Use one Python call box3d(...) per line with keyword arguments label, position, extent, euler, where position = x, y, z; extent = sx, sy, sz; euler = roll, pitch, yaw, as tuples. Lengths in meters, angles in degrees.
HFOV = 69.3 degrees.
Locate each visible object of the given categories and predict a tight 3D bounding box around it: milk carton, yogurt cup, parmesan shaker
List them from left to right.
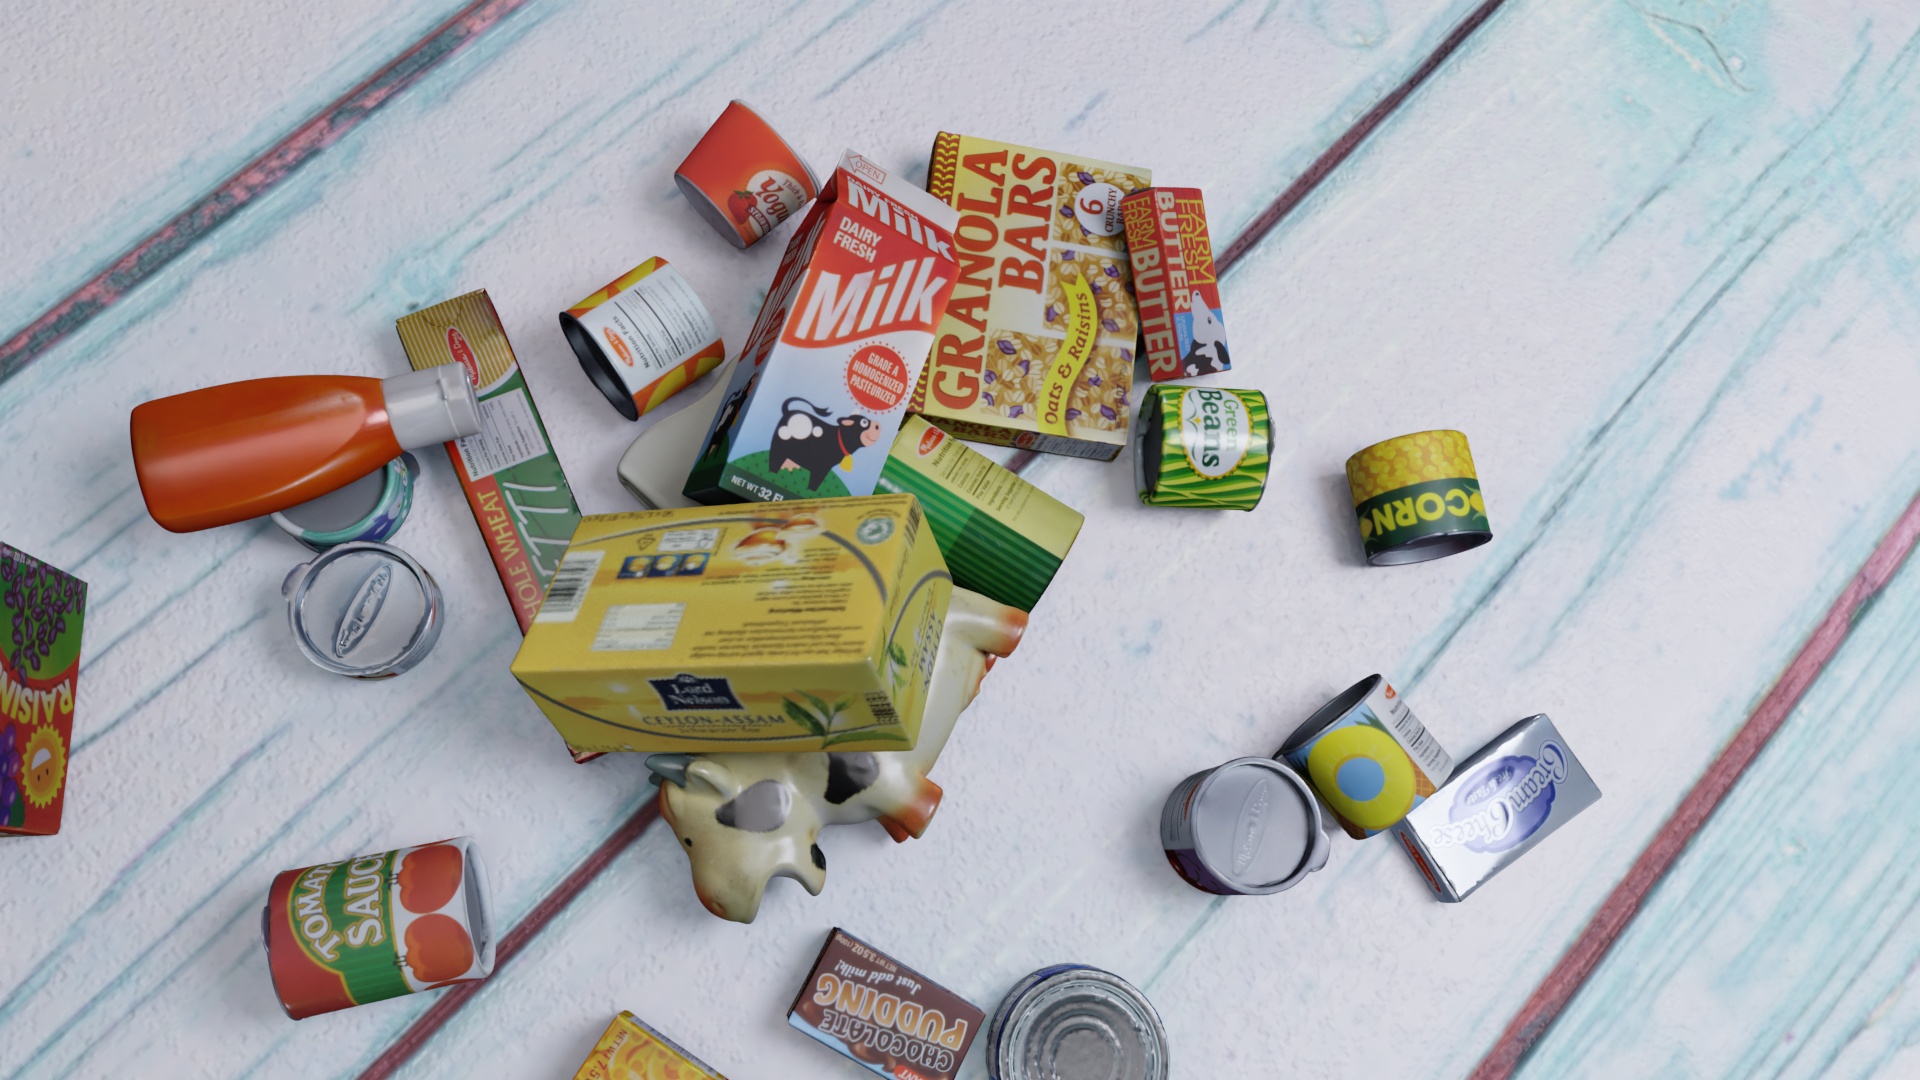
box3d(label="yogurt cup", position=(-0.117, -0.195, 0.751), extent=(0.072, 0.072, 0.054), euler=(43, 83, 5))
box3d(label="milk carton", position=(-0.062, -0.096, 0.685), extent=(0.072, 0.073, 0.191), euler=(26, 77, -21))
box3d(label="parmesan shaker", position=(0.003, -0.009, 0.712), extent=(0.103, 0.071, 0.071), euler=(31, 74, 0))

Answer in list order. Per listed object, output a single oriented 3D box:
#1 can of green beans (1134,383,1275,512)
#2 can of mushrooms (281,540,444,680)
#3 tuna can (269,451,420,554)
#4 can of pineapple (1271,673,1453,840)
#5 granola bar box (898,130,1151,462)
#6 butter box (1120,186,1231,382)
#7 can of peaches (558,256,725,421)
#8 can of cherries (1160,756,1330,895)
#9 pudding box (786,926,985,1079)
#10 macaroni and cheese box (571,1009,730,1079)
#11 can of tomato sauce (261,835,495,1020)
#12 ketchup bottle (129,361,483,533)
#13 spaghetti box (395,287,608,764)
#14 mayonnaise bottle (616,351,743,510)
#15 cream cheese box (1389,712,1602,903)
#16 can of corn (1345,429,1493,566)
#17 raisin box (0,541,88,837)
box3d(label="can of green beans", position=(0.128, -0.050, 0.742), extent=(0.058, 0.071, 0.071), euler=(3, 75, -6))
box3d(label="can of mushrooms", position=(-0.292, 0.034, 0.680), extent=(0.071, 0.033, 0.071), euler=(2, 78, -8))
box3d(label="tuna can", position=(-0.310, -0.028, 0.696), extent=(0.071, 0.032, 0.071), euler=(2, 75, -7))
box3d(label="can of pineapple", position=(0.206, 0.111, 0.710), extent=(0.071, 0.071, 0.058), euler=(-37, 83, -15))
box3d(label="granola bar box", position=(0.035, -0.134, 0.766), extent=(0.124, 0.039, 0.166), euler=(9, 74, -6))
box3d(label="butter box", position=(0.118, -0.140, 0.759), extent=(0.053, 0.024, 0.103), euler=(-16, 98, -49))
box3d(label="can of peaches", position=(-0.164, -0.104, 0.718), extent=(0.058, 0.071, 0.071), euler=(-38, 83, -19))
box3d(label="can of cherries", position=(0.141, 0.146, 0.695), extent=(0.071, 0.058, 0.071), euler=(2, 74, -7))
box3d(label="pudding box", position=(-0.036, 0.227, 0.665), extent=(0.084, 0.030, 0.050), euler=(30, 75, 1))
box3d(label="macaroni and cheese box", position=(-0.121, 0.313, 0.626), extent=(0.166, 0.040, 0.124), euler=(33, 73, 3))
box3d(label="can of tomato sauce", position=(-0.261, 0.173, 0.629), extent=(0.083, 0.071, 0.071), euler=(-10, 77, -10))
box3d(label="ketchup bottle", position=(-0.307, -0.051, 0.661), extent=(0.149, 0.043, 0.065), euler=(-15, 79, -11))
box3d(label="spaghetti box", position=(-0.218, -0.009, 0.705), extent=(0.050, 0.028, 0.250), euler=(-23, 79, -13))
box3d(label="mayonnaise bottle", position=(-0.108, -0.067, 0.729), extent=(0.065, 0.041, 0.148), euler=(44, 73, -3))
box3d(label="cream cheese box", position=(0.281, 0.140, 0.733), extent=(0.104, 0.024, 0.053), euler=(-30, 81, -14))
box3d(label="can of corn", position=(0.246, -0.023, 0.747), extent=(0.071, 0.071, 0.058), euler=(-7, 76, -9))
box3d(label="raisin box", position=(-0.439, 0.070, 0.625), extent=(0.040, 0.086, 0.123), euler=(-1, 75, -9))
